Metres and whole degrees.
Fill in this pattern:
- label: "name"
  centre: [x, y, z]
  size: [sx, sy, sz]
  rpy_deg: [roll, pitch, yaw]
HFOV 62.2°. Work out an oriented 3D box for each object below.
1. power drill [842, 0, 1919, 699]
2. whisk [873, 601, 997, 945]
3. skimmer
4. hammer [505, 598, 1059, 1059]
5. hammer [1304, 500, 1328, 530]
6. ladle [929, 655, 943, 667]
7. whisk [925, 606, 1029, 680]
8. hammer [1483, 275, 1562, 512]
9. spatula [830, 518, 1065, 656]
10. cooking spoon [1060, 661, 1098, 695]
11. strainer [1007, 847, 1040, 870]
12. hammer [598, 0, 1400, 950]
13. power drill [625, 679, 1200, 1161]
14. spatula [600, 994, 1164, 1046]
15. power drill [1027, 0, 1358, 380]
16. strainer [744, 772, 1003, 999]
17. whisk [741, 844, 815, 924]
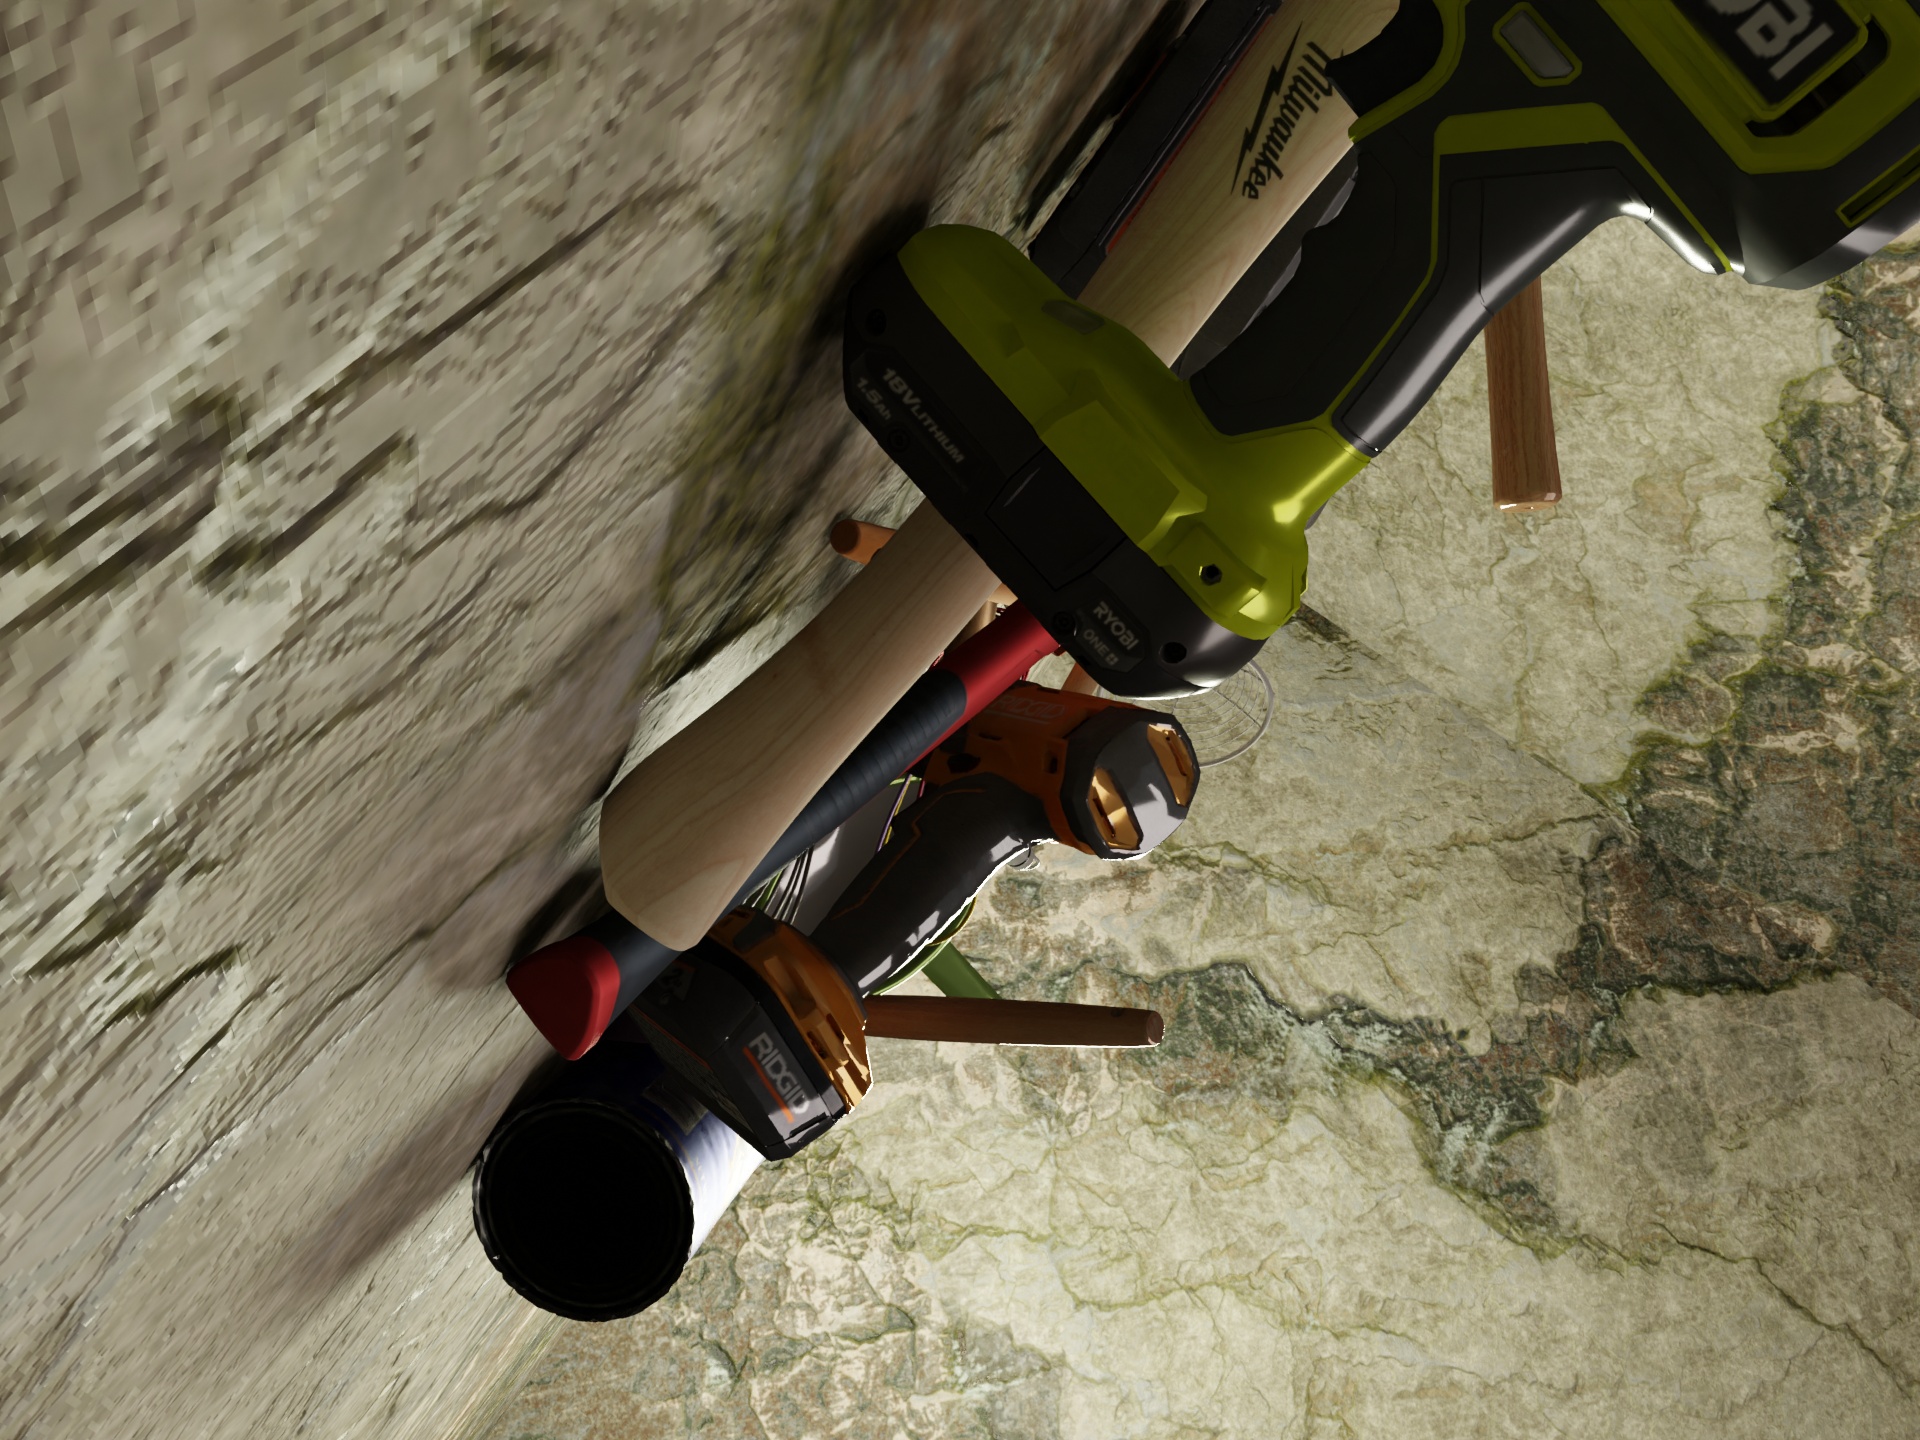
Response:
- label: "power drill"
  centre: [0.081, -0.132, 0.368]
  size: [0.228, 0.190, 0.080]
  rpy_deg: [-41, -177, 26]
- label: "whisk"
  centre: [0.001, -0.002, 0.789]
  size: [0.051, 0.047, 0.245]
  rpy_deg: [-6, 111, -50]
- label: "skimmer"
  centre: [0.110, -0.025, 1.030]
  size: [0.127, 0.090, 0.363]
  rpy_deg: [-16, 169, 21]
- label: "hammer"
  centre: [-0.001, -0.010, 0.601]
  size: [0.386, 0.038, 0.143]
  rpy_deg: [-39, 175, -21]
- label: "hammer"
  centre: [0.208, -0.245, 0.851]
  size: [0.359, 0.036, 0.149]
  rpy_deg: [-74, -171, -53]
- label: "ladle"
  centre: [-0.002, -0.053, 1.040]
  size: [0.315, 0.031, 0.069]
  rpy_deg: [-60, -178, 35]
- label: "whisk"
  centre: [-0.059, 0.048, 0.979]
  size: [0.296, 0.073, 0.073]
  rpy_deg: [-51, 177, 11]
- label: "hammer"
  centre: [0.238, -0.257, 0.704]
  size: [0.130, 0.031, 0.331]
  rpy_deg: [19, 68, -82]
- label: "spatula"
  centre: [0.019, -0.063, 0.688]
  size: [0.081, 0.041, 0.322]
  rpy_deg: [-51, 161, 14]
- label: "cooking spoon"
  centre: [0.116, -0.112, 0.807]
  size: [0.319, 0.017, 0.069]
  rpy_deg: [-60, 179, 10]
- label: "strainer"
  centre: [-0.010, 0.037, 0.929]
  size: [0.087, 0.050, 0.258]
  rpy_deg: [-28, 143, 12]
- label: "hammer"
  centre: [0.041, -0.091, 0.473]
  size: [0.410, 0.146, 0.038]
  rpy_deg: [-51, 171, 4]
- label: "power drill"
  centre: [-0.036, 0.060, 0.658]
  size: [0.226, 0.084, 0.185]
  rpy_deg: [-38, -155, -22]
- label: "spatula"
  centre: [-0.047, 0.122, 0.669]
  size: [0.316, 0.018, 0.060]
  rpy_deg: [-7, -156, 42]
- label: "power drill"
  centre: [0.072, -0.158, 0.612]
  size: [0.164, 0.084, 0.226]
  rpy_deg: [-55, -179, -2]
- label: "strainer"
  centre: [-0.042, 0.106, 0.904]
  size: [0.151, 0.069, 0.256]
  rpy_deg: [-45, 139, -7]
- label: "whisk"
  centre: [-0.066, 0.026, 0.756]
  size: [0.239, 0.055, 0.055]
  rpy_deg: [-58, 178, -24]
